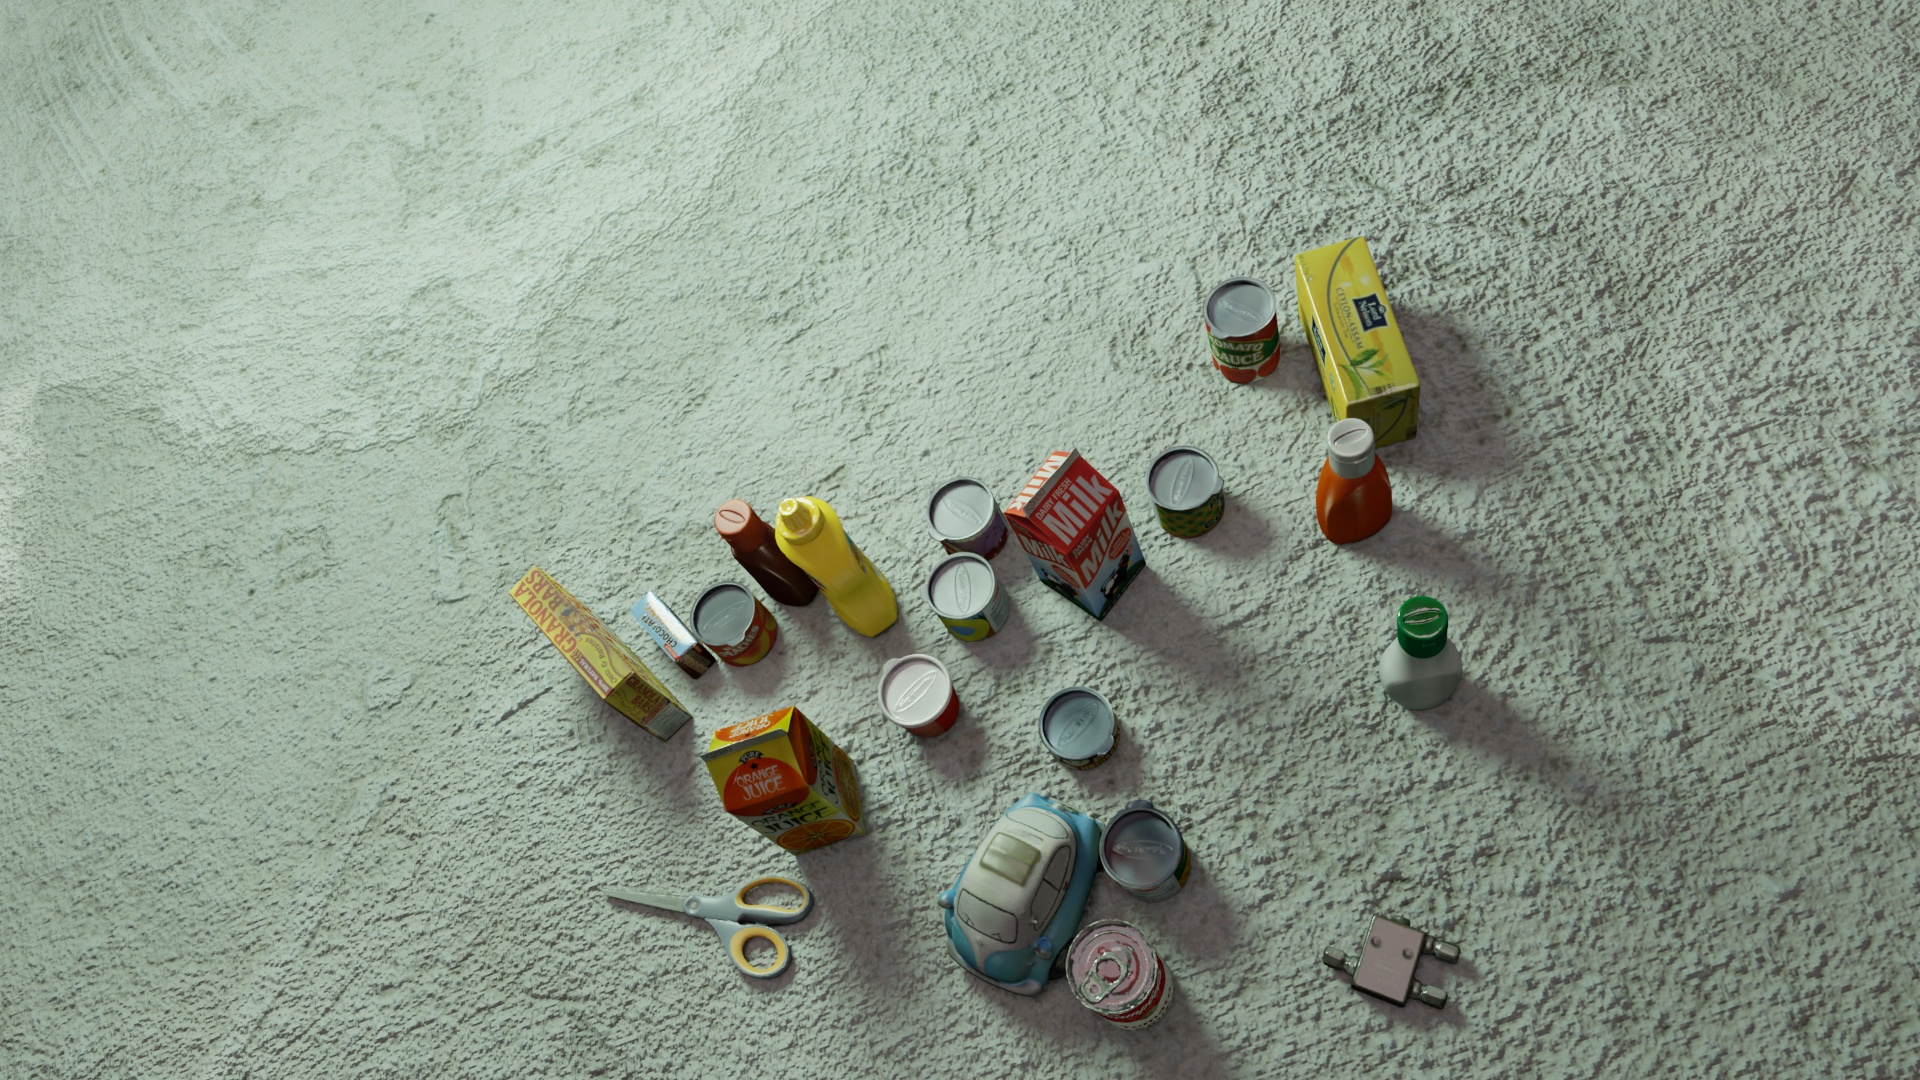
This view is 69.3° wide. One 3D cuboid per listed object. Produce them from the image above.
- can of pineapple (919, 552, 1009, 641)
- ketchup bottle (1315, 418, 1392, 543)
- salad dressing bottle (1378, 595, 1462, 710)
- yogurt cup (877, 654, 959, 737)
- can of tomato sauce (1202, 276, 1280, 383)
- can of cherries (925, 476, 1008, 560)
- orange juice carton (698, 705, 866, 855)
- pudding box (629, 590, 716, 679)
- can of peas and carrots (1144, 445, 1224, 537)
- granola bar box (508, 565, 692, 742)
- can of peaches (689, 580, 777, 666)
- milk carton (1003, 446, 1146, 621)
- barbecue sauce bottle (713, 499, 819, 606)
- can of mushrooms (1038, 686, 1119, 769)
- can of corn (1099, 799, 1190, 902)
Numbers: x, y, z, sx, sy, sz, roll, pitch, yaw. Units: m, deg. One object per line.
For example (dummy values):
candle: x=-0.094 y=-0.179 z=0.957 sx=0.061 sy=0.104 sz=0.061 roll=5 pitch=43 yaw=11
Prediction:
can of pineapple: x=0.005 y=0.052 z=1.267 sx=0.071 sy=0.057 sz=0.071 roll=-7 pitch=62 yaw=13
ketchup bottle: x=0.331 y=-0.050 z=1.170 sx=0.065 sy=0.148 sz=0.044 roll=-23 pitch=60 yaw=4
salad dressing bottle: x=0.362 y=0.089 z=1.090 sx=0.064 sy=0.147 sz=0.044 roll=-13 pitch=61 yaw=10
yogurt cup: x=-0.034 y=0.141 z=1.235 sx=0.072 sy=0.053 sz=0.072 roll=-7 pitch=62 yaw=13
can of tomato sauce: x=0.264 y=-0.194 z=1.302 sx=0.071 sy=0.083 sz=0.071 roll=-7 pitch=62 yaw=13
can of cherries: x=0.005 y=-0.016 z=1.302 sx=0.071 sy=0.058 sz=0.072 roll=-7 pitch=62 yaw=13
orange juice carton: x=-0.146 y=0.197 z=1.159 sx=0.072 sy=0.192 sz=0.073 roll=-18 pitch=60 yaw=7
pudding box: x=-0.277 y=0.091 z=1.336 sx=0.030 sy=0.049 sz=0.084 roll=-44 pitch=60 yaw=-8
can of peas and carrots: x=0.206 y=-0.043 z=1.256 sx=0.071 sy=0.058 sz=0.071 roll=-7 pitch=62 yaw=13
granola bar box: x=-0.337 y=0.108 z=1.302 sx=0.039 sy=0.123 sz=0.166 roll=-46 pitch=60 yaw=-9
can of peaches: x=-0.214 y=0.081 z=1.317 sx=0.071 sy=0.058 sz=0.071 roll=-7 pitch=62 yaw=13
milk carton: x=0.097 y=-0.010 z=1.194 sx=0.073 sy=0.190 sz=0.072 roll=34 pitch=78 yaw=28
barbecue sauce bottle: x=-0.183 y=0.012 z=1.291 sx=0.065 sy=0.148 sz=0.044 roll=21 pitch=72 yaw=25
can of mushrooms: x=0.104 y=0.163 z=1.194 sx=0.071 sy=0.033 sz=0.071 roll=-7 pitch=62 yaw=13
can of corn: x=0.150 y=0.251 z=1.120 sx=0.071 sy=0.058 sz=0.071 roll=-7 pitch=62 yaw=13
